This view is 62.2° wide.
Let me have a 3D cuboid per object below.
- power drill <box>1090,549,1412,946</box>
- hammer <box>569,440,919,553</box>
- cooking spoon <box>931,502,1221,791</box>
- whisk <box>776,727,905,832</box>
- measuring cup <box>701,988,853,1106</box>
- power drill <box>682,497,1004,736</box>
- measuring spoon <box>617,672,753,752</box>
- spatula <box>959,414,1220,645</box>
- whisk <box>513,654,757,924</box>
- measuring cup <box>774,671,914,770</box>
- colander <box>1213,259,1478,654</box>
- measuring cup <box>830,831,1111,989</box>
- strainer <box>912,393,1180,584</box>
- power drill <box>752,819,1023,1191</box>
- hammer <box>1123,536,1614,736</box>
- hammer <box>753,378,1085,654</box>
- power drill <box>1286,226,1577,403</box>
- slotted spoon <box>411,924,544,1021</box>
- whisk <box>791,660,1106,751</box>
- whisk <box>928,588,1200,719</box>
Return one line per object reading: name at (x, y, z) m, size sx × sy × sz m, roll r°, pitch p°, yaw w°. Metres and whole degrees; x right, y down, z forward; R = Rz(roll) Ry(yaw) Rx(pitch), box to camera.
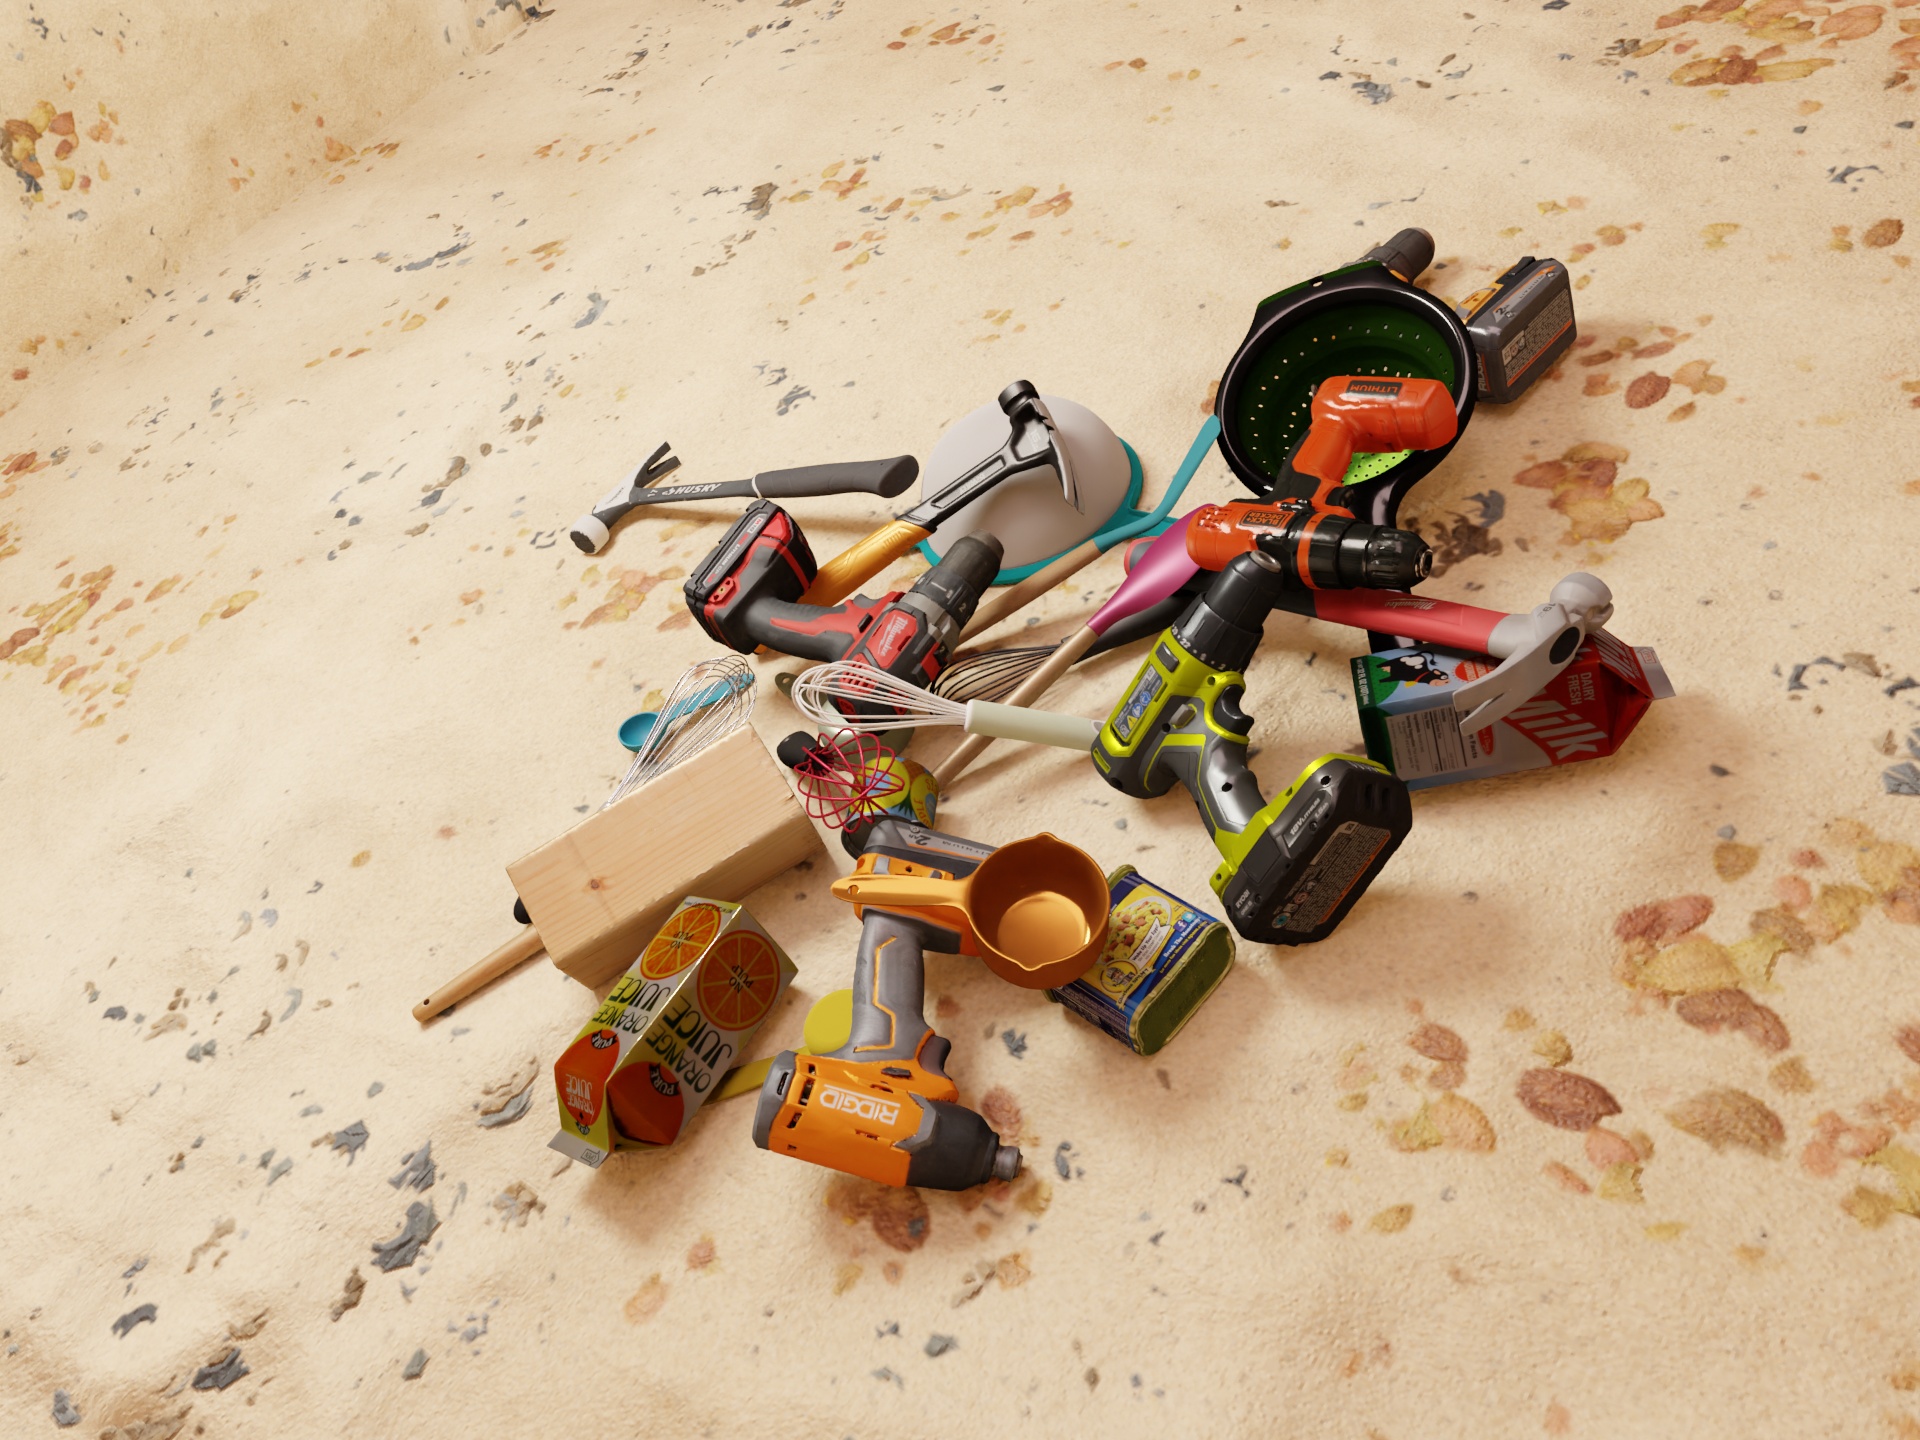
power drill at (0.190, 0.015, 1.043) m, size 0.190 × 0.080 × 0.229 m, roll -59°, pitch 39°, yaw 25°
hammer at (-0.203, -0.226, 1.529) m, size 0.409 × 0.036 × 0.149 m, roll 2°, pitch 46°, yaw 39°
cooking spoon at (0.081, -0.050, 1.204) m, size 0.319 × 0.017 × 0.069 m, roll -44°, pitch 32°, yaw 3°
whisk at (-0.101, 0.032, 1.163) m, size 0.073 × 0.073 × 0.296 m, roll -35°, pitch 13°, yaw -10°
measuring cup at (-0.124, 0.226, 1.076) m, size 0.156 × 0.029 × 0.062 m, roll -21°, pitch 42°, yaw 3°
power drill at (-0.090, -0.103, 1.282) m, size 0.227 × 0.080 × 0.188 m, roll 26°, pitch 70°, yaw 32°
measuring spoon at (-0.235, -0.005, 1.380) m, size 0.128 × 0.021 × 0.042 m, roll -27°, pitch 45°, yaw -15°
spatula at (0.083, -0.136, 1.282) m, size 0.317 × 0.044 × 0.082 m, roll -32°, pitch 15°, yaw 15°
whisk at (-0.266, 0.055, 1.305) m, size 0.070 × 0.070 × 0.285 m, roll 22°, pitch 65°, yaw 40°
measuring cup at (-0.108, -0.017, 1.306) m, size 0.083 × 0.038 × 0.168 m, roll -43°, pitch 47°, yaw -19°
colander at (0.318, -0.167, 1.229) m, size 0.204 × 0.094 × 0.397 m, roll -16°, pitch 60°, yaw 22°
measuring cup at (0.008, 0.120, 0.990) m, size 0.173 × 0.052 × 0.095 m, roll 3°, pitch 56°, yaw 9°
strainer at (0.094, -0.206, 1.358) m, size 0.341 × 0.095 × 0.211 m, roll 20°, pitch 58°, yaw 40°
power drill at (-0.021, 0.188, 1.018) m, size 0.164 × 0.084 × 0.227 m, roll 14°, pitch 55°, yaw 7°
hammer at (0.242, -0.078, 1.111) m, size 0.143 × 0.038 × 0.387 m, roll -36°, pitch 31°, yaw -25°
hammer at (-0.053, -0.147, 1.349) m, size 0.337 × 0.034 × 0.127 m, roll -32°, pitch 65°, yaw 20°
power drill at (0.413, -0.359, 1.373) m, size 0.185 × 0.084 × 0.226 m, roll -43°, pitch 40°, yaw -20°
slotted spoon at (-0.291, 0.144, 1.245) m, size 0.314 × 0.031 × 0.070 m, roll -33°, pitch 47°, yaw -6°
whisk at (-0.002, -0.004, 1.172) m, size 0.246 × 0.059 × 0.058 m, roll 9°, pitch 39°, yaw -5°
whisk at (0.084, -0.056, 1.252) m, size 0.239 × 0.055 × 0.055 m, roll -23°, pitch 42°, yaw -3°
